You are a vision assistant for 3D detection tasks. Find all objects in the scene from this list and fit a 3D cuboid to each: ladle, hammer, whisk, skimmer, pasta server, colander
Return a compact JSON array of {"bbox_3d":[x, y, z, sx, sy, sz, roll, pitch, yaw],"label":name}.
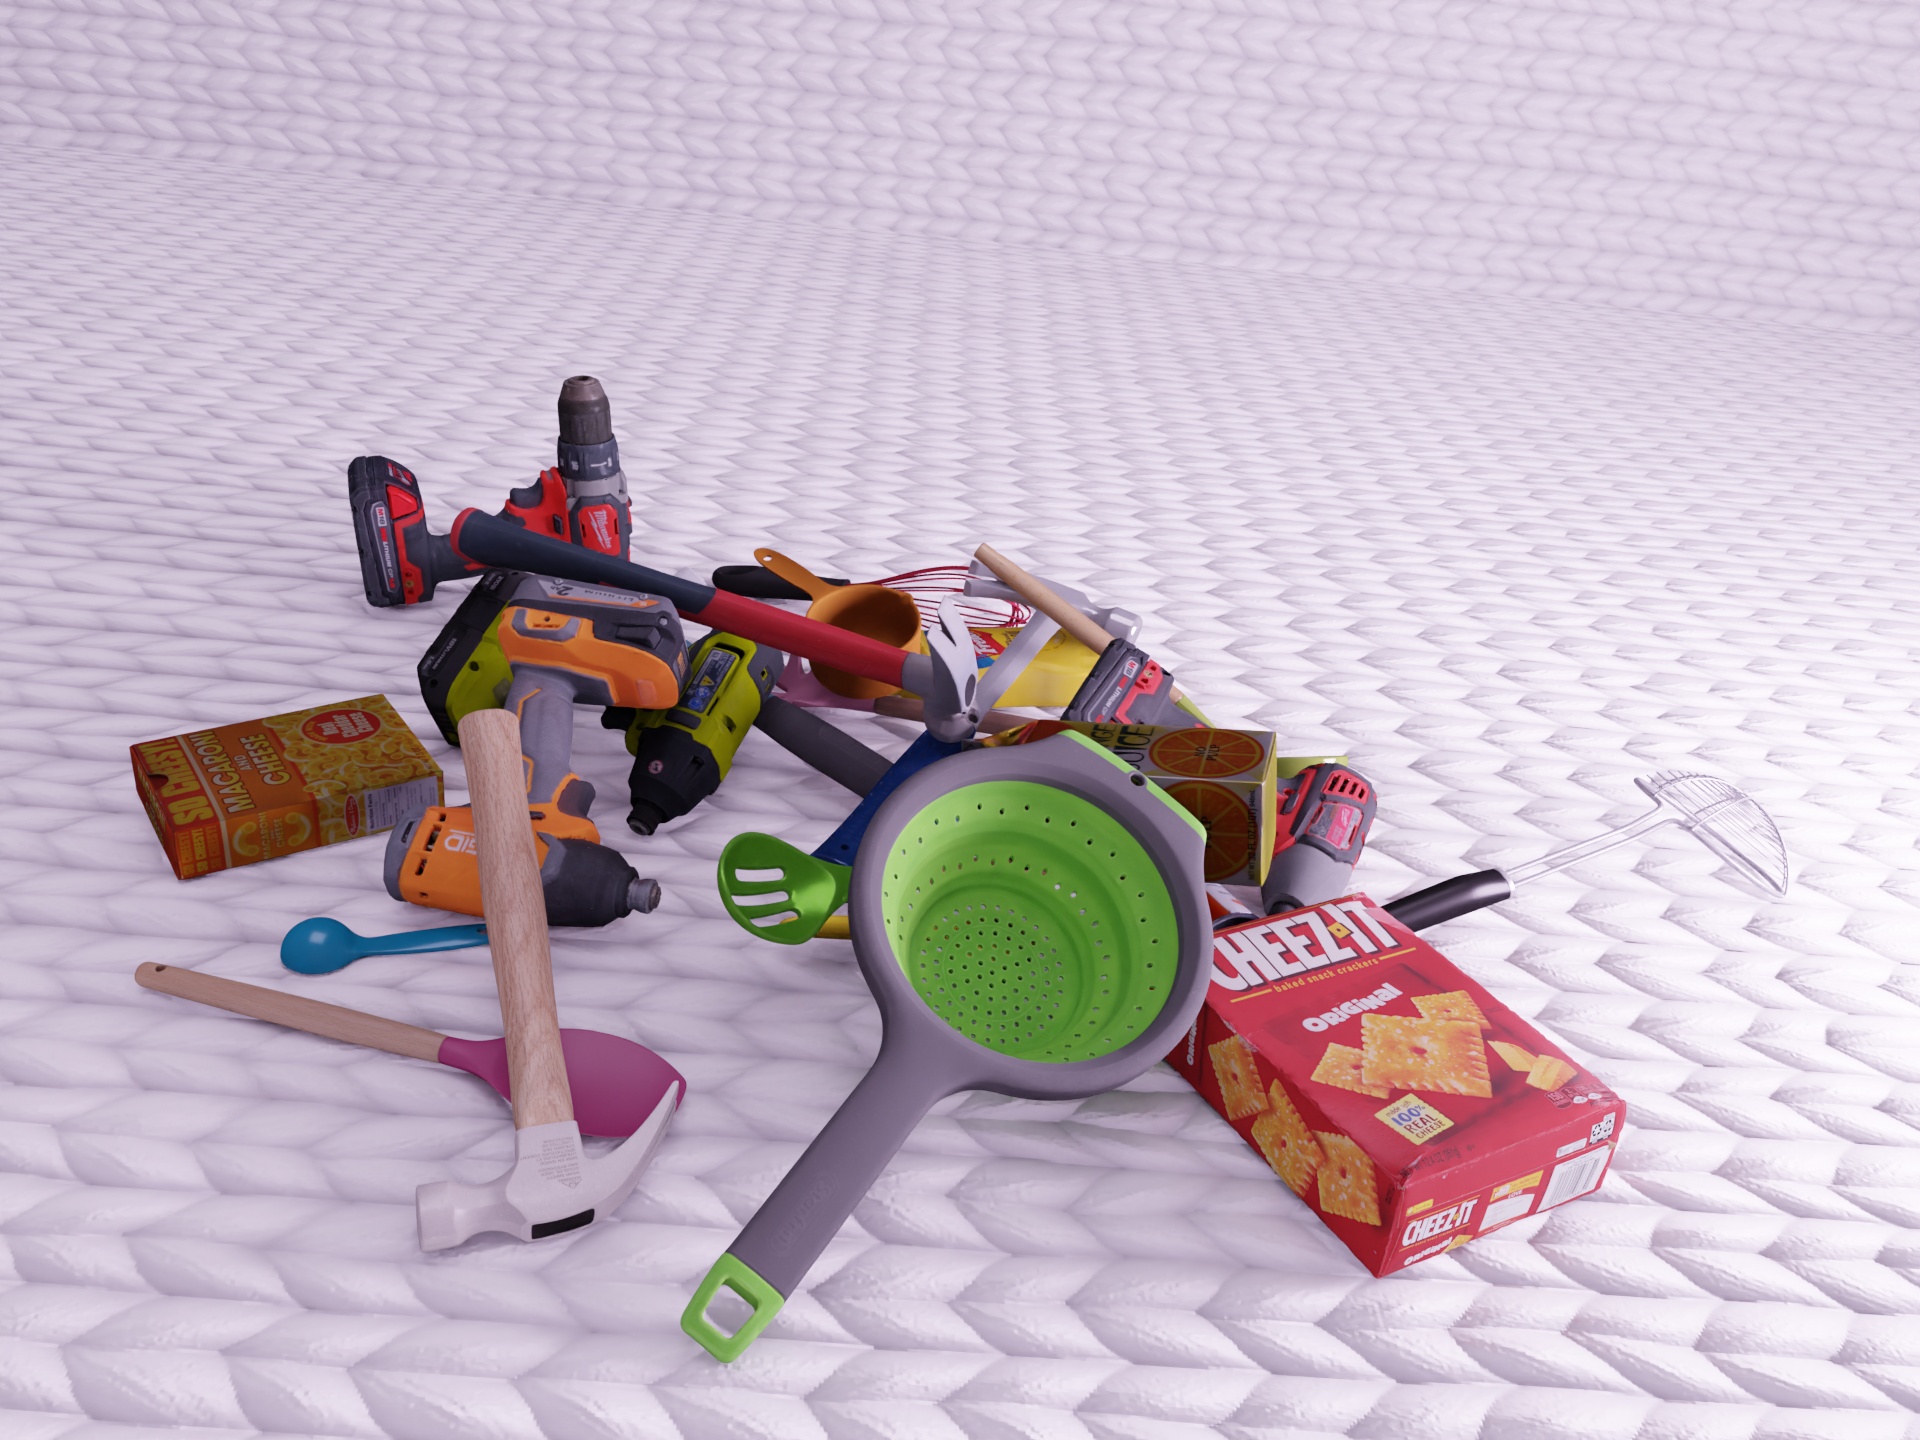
[{"bbox_3d":[0.147,-0.040,1.179,0.320,0.062,0.078,37,0,2],"label":"ladle"},{"bbox_3d":[-0.235,0.120,0.858,0.130,0.031,0.332,-4,48,-21],"label":"hammer"},{"bbox_3d":[-0.082,-0.110,1.387,0.296,0.073,0.073,8,28,16],"label":"whisk"},{"bbox_3d":[0.419,0.115,1.102,0.363,0.090,0.127,-16,42,-18],"label":"skimmer"},{"bbox_3d":[-0.002,-0.004,1.129,0.144,0.035,0.406,24,38,13],"label":"hammer"},{"bbox_3d":[-0.131,-0.002,1.162,0.331,0.033,0.128,30,63,27],"label":"hammer"},{"bbox_3d":[-0.039,-0.014,1.213,0.316,0.040,0.060,10,44,15],"label":"pasta server"},{"bbox_3d":[-0.015,0.174,0.846,0.204,0.094,0.397,37,55,7],"label":"colander"},{"bbox_3d":[-0.173,-0.084,1.056,0.386,0.143,0.038,18,67,14],"label":"hammer"}]

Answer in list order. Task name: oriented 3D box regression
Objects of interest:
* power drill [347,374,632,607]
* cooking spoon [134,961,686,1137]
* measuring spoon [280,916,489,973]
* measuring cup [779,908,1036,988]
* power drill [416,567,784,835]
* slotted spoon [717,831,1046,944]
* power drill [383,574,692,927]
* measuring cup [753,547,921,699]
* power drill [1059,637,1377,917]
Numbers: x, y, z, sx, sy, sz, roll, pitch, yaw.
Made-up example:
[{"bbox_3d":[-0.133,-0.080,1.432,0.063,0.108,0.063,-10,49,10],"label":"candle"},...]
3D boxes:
[{"bbox_3d":[-0.391,-0.190,1.336,0.226,0.187,0.080,-8,31,-18],"label":"power drill"},{"bbox_3d":[-0.302,0.172,0.859,0.319,0.017,0.069,12,35,9],"label":"cooking spoon"},{"bbox_3d":[-0.332,0.124,0.936,0.128,0.021,0.042,-4,30,-19],"label":"measuring spoon"},{"bbox_3d":[-0.033,0.139,0.969,0.156,0.029,0.062,4,28,1],"label":"measuring cup"},{"bbox_3d":[-0.259,-0.016,1.125,0.223,0.080,0.171,17,57,16],"label":"power drill"},{"bbox_3d":[-0.021,0.097,0.975,0.313,0.031,0.070,1,60,-42],"label":"slotted spoon"},{"bbox_3d":[-0.244,0.026,1.006,0.164,0.084,0.227,10,58,7],"label":"power drill"},{"bbox_3d":[-0.102,-0.077,1.226,0.095,0.052,0.174,-32,51,-30],"label":"measuring cup"},{"bbox_3d":[0.167,0.051,1.074,0.220,0.078,0.143,30,47,6],"label":"power drill"}]
